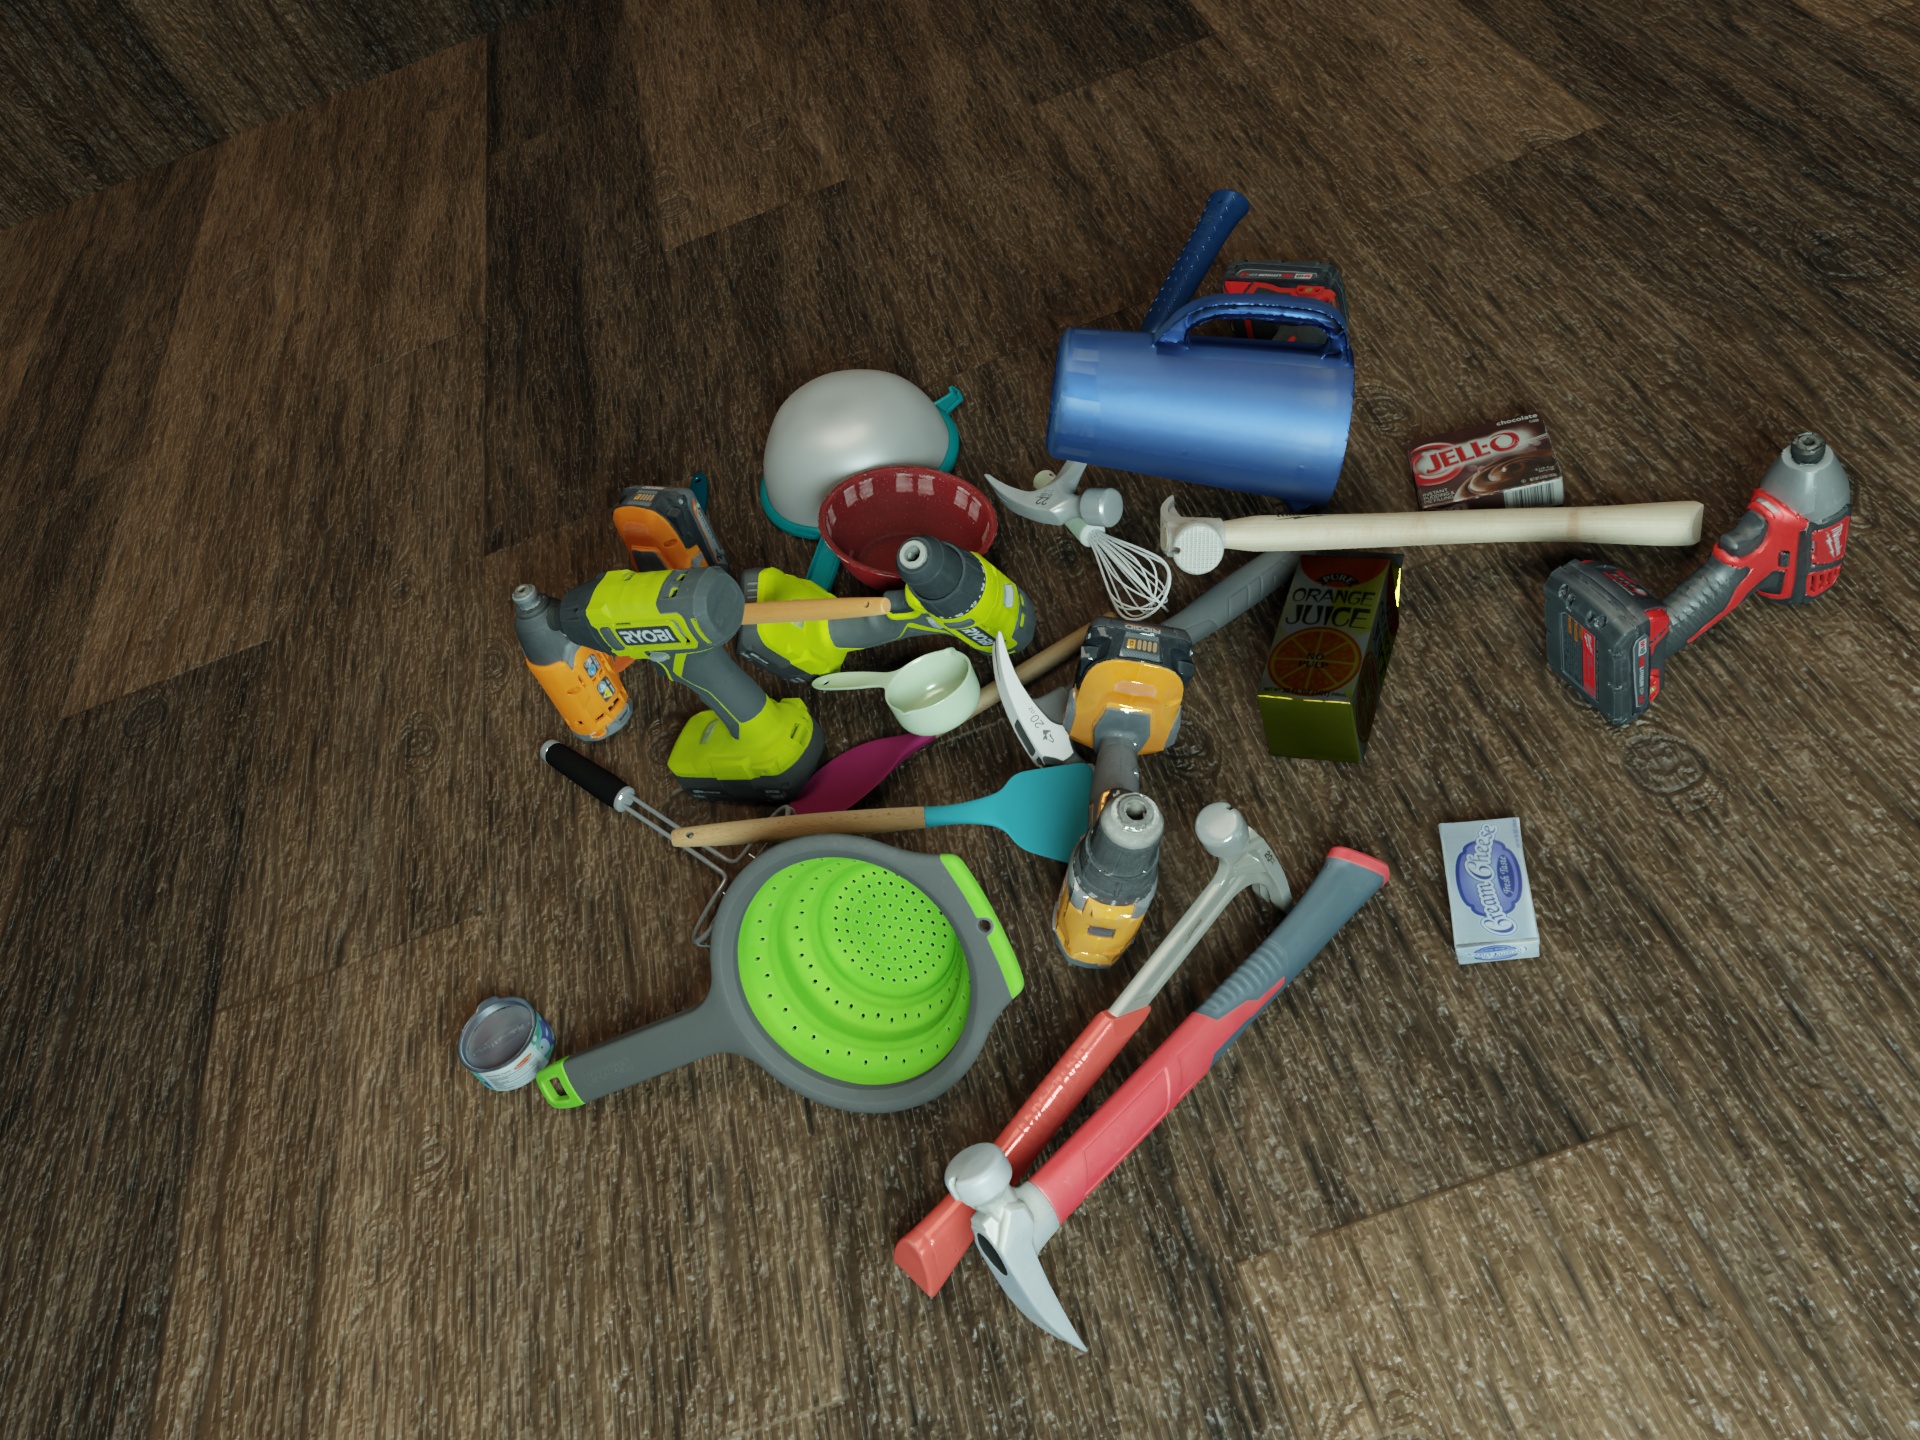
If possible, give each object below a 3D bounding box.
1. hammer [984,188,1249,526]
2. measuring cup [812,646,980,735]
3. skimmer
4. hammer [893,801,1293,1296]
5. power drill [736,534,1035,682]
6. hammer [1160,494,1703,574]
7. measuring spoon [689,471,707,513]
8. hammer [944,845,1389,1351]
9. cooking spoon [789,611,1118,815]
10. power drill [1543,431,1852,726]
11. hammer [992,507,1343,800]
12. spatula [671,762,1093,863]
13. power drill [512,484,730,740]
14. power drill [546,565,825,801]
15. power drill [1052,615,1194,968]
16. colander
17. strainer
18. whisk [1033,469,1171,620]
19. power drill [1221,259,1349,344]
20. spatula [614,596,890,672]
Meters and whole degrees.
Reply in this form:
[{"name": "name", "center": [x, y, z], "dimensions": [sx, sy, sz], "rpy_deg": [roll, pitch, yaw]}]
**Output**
[{"name": "hammer", "center": [0.162, -0.341, 1.471], "dimensions": [0.144, 0.035, 0.406], "rpy_deg": [10, 61, 40]}, {"name": "measuring cup", "center": [-0.056, -0.021, 1.334], "dimensions": [0.168, 0.038, 0.083], "rpy_deg": [1, 43, 38]}, {"name": "skimmer", "center": [-0.258, 0.075, 1.303], "dimensions": [0.364, 0.090, 0.127], "rpy_deg": [26, 78, 39]}, {"name": "hammer", "center": [0.088, 0.221, 1.037], "dimensions": [0.037, 0.149, 0.359], "rpy_deg": [33, 79, 36]}, {"name": "power drill", "center": [-0.071, -0.096, 1.324], "dimensions": [0.228, 0.190, 0.080], "rpy_deg": [-7, 74, 23]}, {"name": "hammer", "center": [0.362, -0.152, 1.237], "dimensions": [0.410, 0.038, 0.146], "rpy_deg": [-1, 18, 1]}, {"name": "measuring spoon", "center": [-0.273, -0.219, 1.628], "dimensions": [0.042, 0.021, 0.129], "rpy_deg": [-14, 47, 9]}, {"name": "hammer", "center": [0.158, 0.218, 1.016], "dimensions": [0.386, 0.143, 0.038], "rpy_deg": [-38, 20, -29]}, {"name": "cooking spoon", "center": [-0.002, -0.004, 1.325], "dimensions": [0.319, 0.017, 0.069], "rpy_deg": [-32, 36, -8]}, {"name": "power drill", "center": [0.526, -0.105, 1.118], "dimensions": [0.219, 0.143, 0.079], "rpy_deg": [-31, 48, -4]}, {"name": "hammer", "center": [0.177, -0.078, 1.278], "dimensions": [0.335, 0.035, 0.146], "rpy_deg": [-34, 79, -17]}, {"name": "spatula", "center": [-0.052, 0.077, 1.171], "dimensions": [0.317, 0.044, 0.082], "rpy_deg": [-4, 75, -2]}, {"name": "power drill", "center": [-0.316, -0.115, 1.453], "dimensions": [0.084, 0.164, 0.227], "rpy_deg": [8, 51, 30]}, {"name": "power drill", "center": [-0.220, -0.032, 1.287], "dimensions": [0.171, 0.223, 0.080], "rpy_deg": [-2, 49, 28]}, {"name": "power drill", "center": [0.112, 0.037, 1.101], "dimensions": [0.084, 0.185, 0.226], "rpy_deg": [9, 59, 1]}, {"name": "colander", "center": [-0.133, 0.193, 1.143], "dimensions": [0.397, 0.204, 0.094], "rpy_deg": [-24, 8, 22]}, {"name": "strainer", "center": [-0.125, -0.235, 1.532], "dimensions": [0.211, 0.095, 0.341], "rpy_deg": [-4, 47, 19]}, {"name": "whisk", "center": [0.120, -0.161, 1.402], "dimensions": [0.059, 0.057, 0.247], "rpy_deg": [-51, 39, 15]}, {"name": "power drill", "center": [0.249, -0.327, 1.483], "dimensions": [0.188, 0.080, 0.227], "rpy_deg": [11, 57, 30]}, {"name": "spatula", "center": [-0.182, -0.085, 1.299], "dimensions": [0.323, 0.041, 0.081], "rpy_deg": [0, 80, 35]}]
